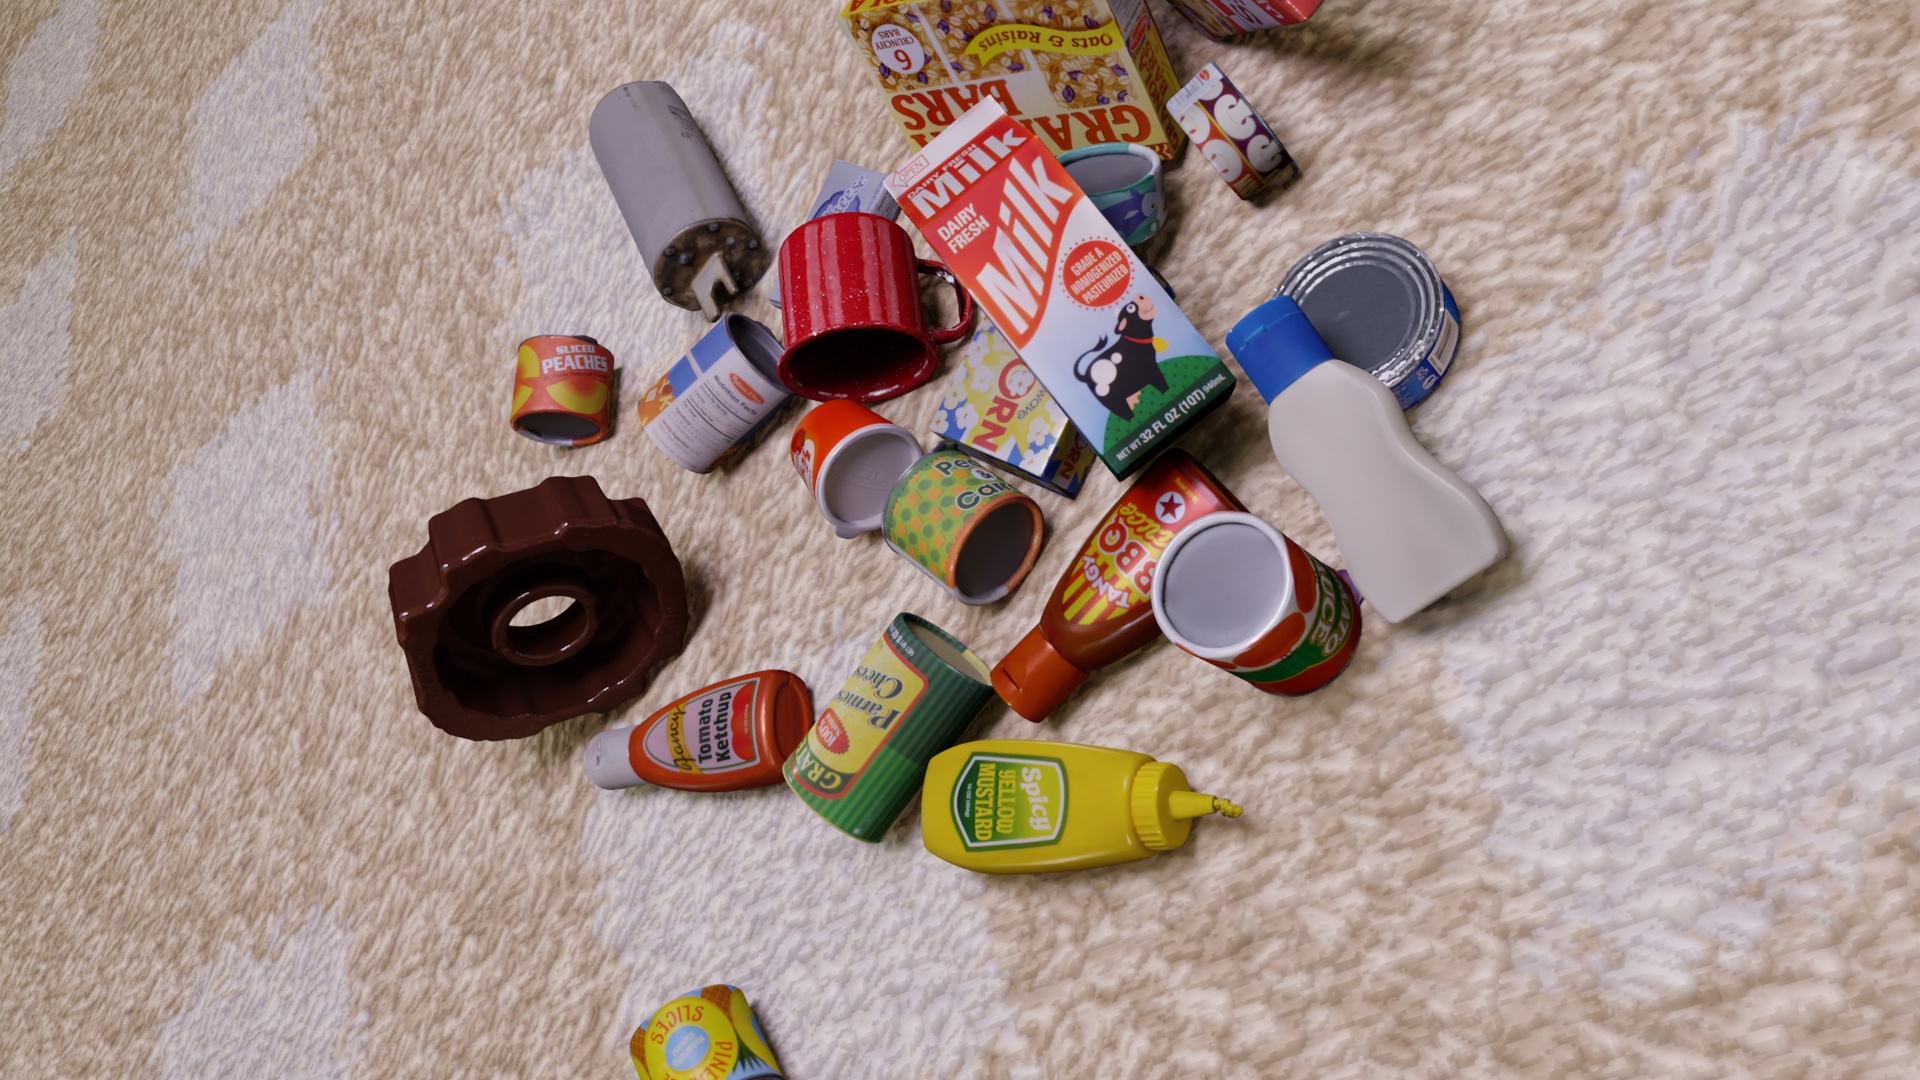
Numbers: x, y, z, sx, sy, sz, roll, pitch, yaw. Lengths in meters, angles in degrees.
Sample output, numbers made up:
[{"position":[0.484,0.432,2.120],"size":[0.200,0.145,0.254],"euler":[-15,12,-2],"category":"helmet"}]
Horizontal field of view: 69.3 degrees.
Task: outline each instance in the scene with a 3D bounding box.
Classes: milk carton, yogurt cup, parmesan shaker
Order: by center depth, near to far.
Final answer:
[{"position":[0.045,-0.124,0.676],"size":[0.072,0.073,0.190],"euler":[-38,84,5],"category":"milk carton"},{"position":[-0.037,0.095,0.725],"size":[0.103,0.071,0.071],"euler":[-54,52,7],"category":"parmesan shaker"},{"position":[-0.062,-0.046,0.796],"size":[0.072,0.072,0.054],"euler":[-54,44,7],"category":"yogurt cup"}]

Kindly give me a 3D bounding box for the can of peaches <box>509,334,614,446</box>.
[{"position":[-0.276,-0.104,0.965],"size":[0.071,0.071,0.058],"euler":[-12,68,32],"category":"can of peaches"}]

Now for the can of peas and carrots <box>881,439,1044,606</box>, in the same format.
[{"position":[0.003,-0.009,0.733],"size":[0.059,0.071,0.071],"euler":[36,96,38],"category":"can of peas and carrots"}]

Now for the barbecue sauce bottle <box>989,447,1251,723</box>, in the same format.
[{"position":[0.076,0.027,0.683],"size":[0.148,0.043,0.065],"euler":[-47,55,13],"category":"barbecue sauce bottle"}]

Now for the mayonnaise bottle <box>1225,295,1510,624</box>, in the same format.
[{"position":[0.172,-0.040,0.610],"size":[0.064,0.041,0.148],"euler":[-40,74,29],"category":"mayonnaise bottle"}]

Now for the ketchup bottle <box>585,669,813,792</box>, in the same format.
[{"position":[-0.155,0.119,0.814],"size":[0.148,0.043,0.065],"euler":[-16,65,31],"category":"ketchup bottle"}]

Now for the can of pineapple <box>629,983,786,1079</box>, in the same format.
[{"position":[-0.133,0.274,0.724],"size":[0.071,0.071,0.058],"euler":[-47,53,13],"category":"can of pineapple"}]

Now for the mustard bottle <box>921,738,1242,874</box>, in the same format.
[{"position":[0.056,0.125,0.657],"size":[0.160,0.049,0.065],"euler":[-9,70,33],"category":"mustard bottle"}]

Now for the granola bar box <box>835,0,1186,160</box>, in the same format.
[{"position":[0.030,-0.262,0.768],"size":[0.165,0.123,0.039],"euler":[5,55,36],"category":"granola bar box"}]

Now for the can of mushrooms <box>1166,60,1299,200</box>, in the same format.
[{"position":[0.139,-0.207,0.711],"size":[0.033,0.071,0.071],"euler":[-39,55,18],"category":"can of mushrooms"}]

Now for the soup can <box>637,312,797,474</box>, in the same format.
[{"position":[-0.151,-0.093,0.876],"size":[0.083,0.071,0.071],"euler":[-39,55,19],"category":"soup can"}]

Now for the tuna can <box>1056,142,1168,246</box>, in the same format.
[{"position":[0.074,-0.183,0.741],"size":[0.071,0.032,0.071],"euler":[-8,38,6],"category":"tuna can"}]

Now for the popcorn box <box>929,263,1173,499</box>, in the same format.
[{"position":[0.049,-0.097,0.751],"size":[0.085,0.038,0.126],"euler":[26,89,37],"category":"popcorn box"}]

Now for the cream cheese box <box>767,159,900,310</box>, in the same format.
[{"position":[-0.078,-0.188,0.883],"size":[0.053,0.024,0.104],"euler":[25,89,39],"category":"cream cheese box"}]

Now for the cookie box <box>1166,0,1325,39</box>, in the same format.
[{"position":[0.111,-0.303,0.680],"size":[0.040,0.123,0.168],"euler":[-51,15,10],"category":"cookie box"}]

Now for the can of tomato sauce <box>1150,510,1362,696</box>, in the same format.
[{"position":[0.133,0.028,0.616],"size":[0.071,0.083,0.071],"euler":[-13,67,32],"category":"can of tomato sauce"}]
